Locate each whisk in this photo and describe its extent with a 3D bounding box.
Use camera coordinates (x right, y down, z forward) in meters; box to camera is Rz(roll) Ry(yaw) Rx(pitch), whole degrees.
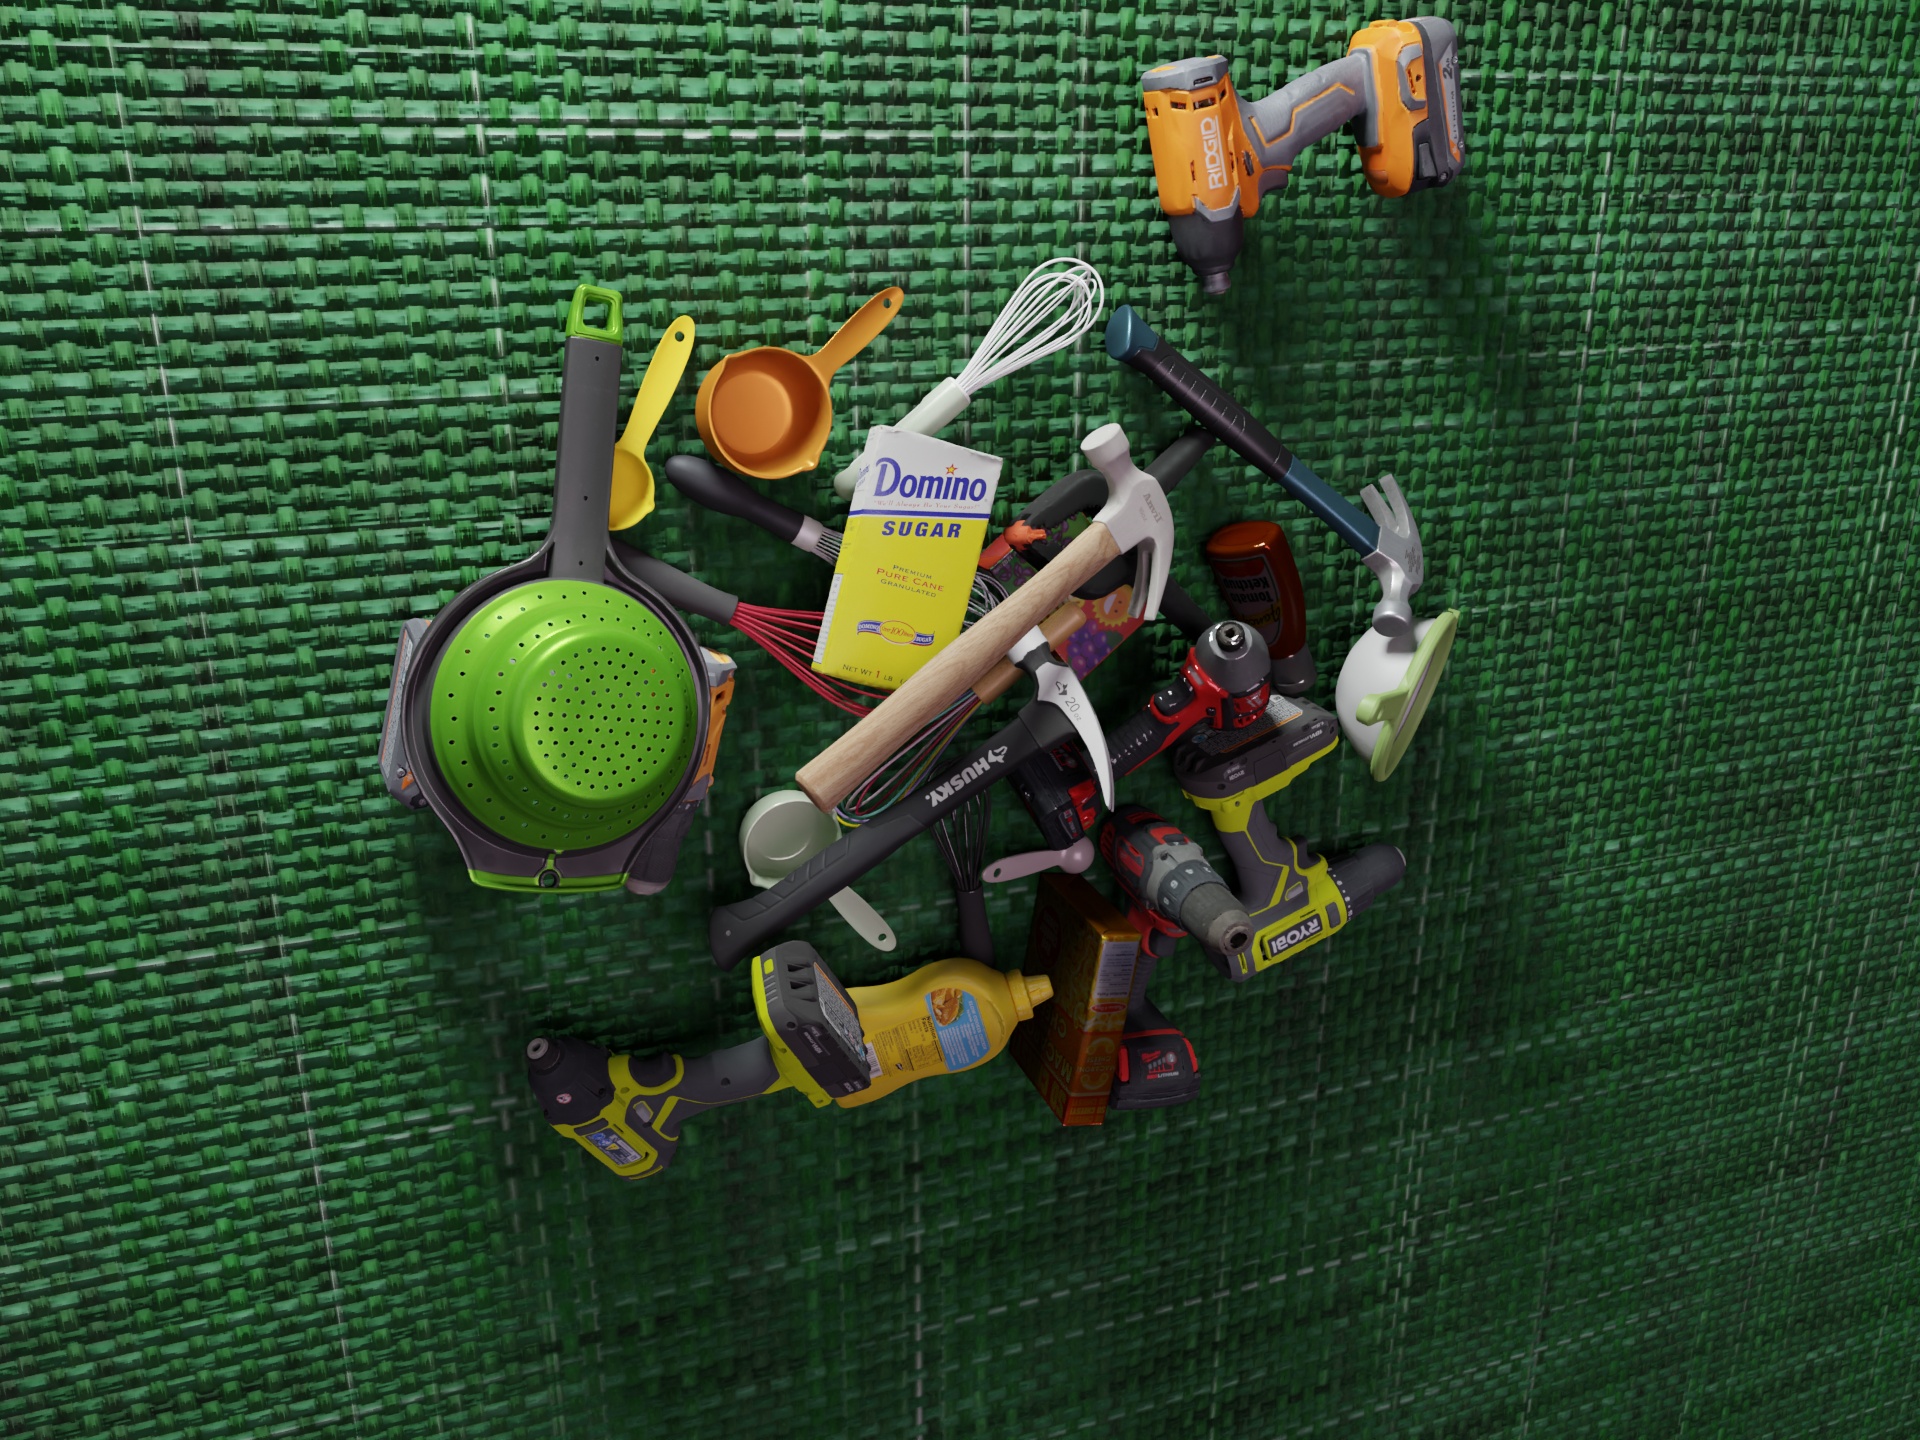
[{"bbox_3d":[0.006,0.135,1.271,0.055,0.055,0.238,-15,117,-16],"label":"whisk"},{"bbox_3d":[-0.082,-0.120,1.143,0.284,0.070,0.070,25,97,-22],"label":"whisk"},{"bbox_3d":[-0.001,-0.002,1.203,0.245,0.047,0.051,-40,122,7],"label":"whisk"},{"bbox_3d":[0.004,-0.243,1.145,0.246,0.058,0.059,-41,83,-1],"label":"whisk"},{"bbox_3d":[-0.146,-0.071,1.136,0.295,0.073,0.073,22,98,-20],"label":"whisk"}]

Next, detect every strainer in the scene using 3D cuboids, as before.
[{"bbox_3d":[0.329,-0.026,1.277,0.256,0.069,0.151,-10,122,-64],"label":"strainer"}]

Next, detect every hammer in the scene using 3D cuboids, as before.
[{"bbox_3d":[0.021,-0.054,1.094,0.331,0.031,0.130,-42,117,-14],"label":"hammer"},{"bbox_3d":[-0.042,0.080,1.157,0.335,0.035,0.146,-35,76,4],"label":"hammer"},{"bbox_3d":[0.239,-0.203,1.228,0.330,0.033,0.128,35,53,-20],"label":"hammer"}]

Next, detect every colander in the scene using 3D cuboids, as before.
[{"bbox_3d":[-0.233,-0.084,1.007,0.204,0.094,0.397,5,89,-31],"label":"colander"}]

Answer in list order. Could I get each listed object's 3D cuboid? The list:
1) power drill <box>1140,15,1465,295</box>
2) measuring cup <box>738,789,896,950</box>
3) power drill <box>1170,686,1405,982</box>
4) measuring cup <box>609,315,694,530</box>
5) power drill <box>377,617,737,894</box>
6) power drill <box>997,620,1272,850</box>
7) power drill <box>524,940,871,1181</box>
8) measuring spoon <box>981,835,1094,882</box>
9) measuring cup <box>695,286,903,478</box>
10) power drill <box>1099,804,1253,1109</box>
[{"bbox_3d":[0.249,-0.414,1.163,0.226,0.084,0.164,-18,114,-11],"label":"power drill"},{"bbox_3d":[-0.106,0.119,1.227,0.083,0.038,0.167,-42,119,-4],"label":"measuring cup"},{"bbox_3d":[0.279,0.093,1.349,0.190,0.080,0.228,-25,118,-12],"label":"power drill"},{"bbox_3d":[-0.219,-0.203,1.083,0.062,0.029,0.156,25,85,-25],"label":"measuring cup"},{"bbox_3d":[-0.279,0.027,1.104,0.226,0.084,0.185,7,105,-29],"label":"power drill"},{"bbox_3d":[0.140,0.002,1.218,0.219,0.079,0.143,-31,158,-2],"label":"power drill"},{"bbox_3d":[-0.193,0.251,1.166,0.223,0.080,0.171,-22,136,6],"label":"power drill"},{"bbox_3d":[0.066,0.117,1.280,0.124,0.018,0.034,-8,114,-42],"label":"measuring spoon"},{"bbox_3d":[-0.109,-0.239,1.097,0.173,0.052,0.095,-46,114,-14],"label":"measuring cup"},{"bbox_3d":[0.162,0.201,1.280,0.080,0.188,0.226,-1,112,-22],"label":"power drill"}]
